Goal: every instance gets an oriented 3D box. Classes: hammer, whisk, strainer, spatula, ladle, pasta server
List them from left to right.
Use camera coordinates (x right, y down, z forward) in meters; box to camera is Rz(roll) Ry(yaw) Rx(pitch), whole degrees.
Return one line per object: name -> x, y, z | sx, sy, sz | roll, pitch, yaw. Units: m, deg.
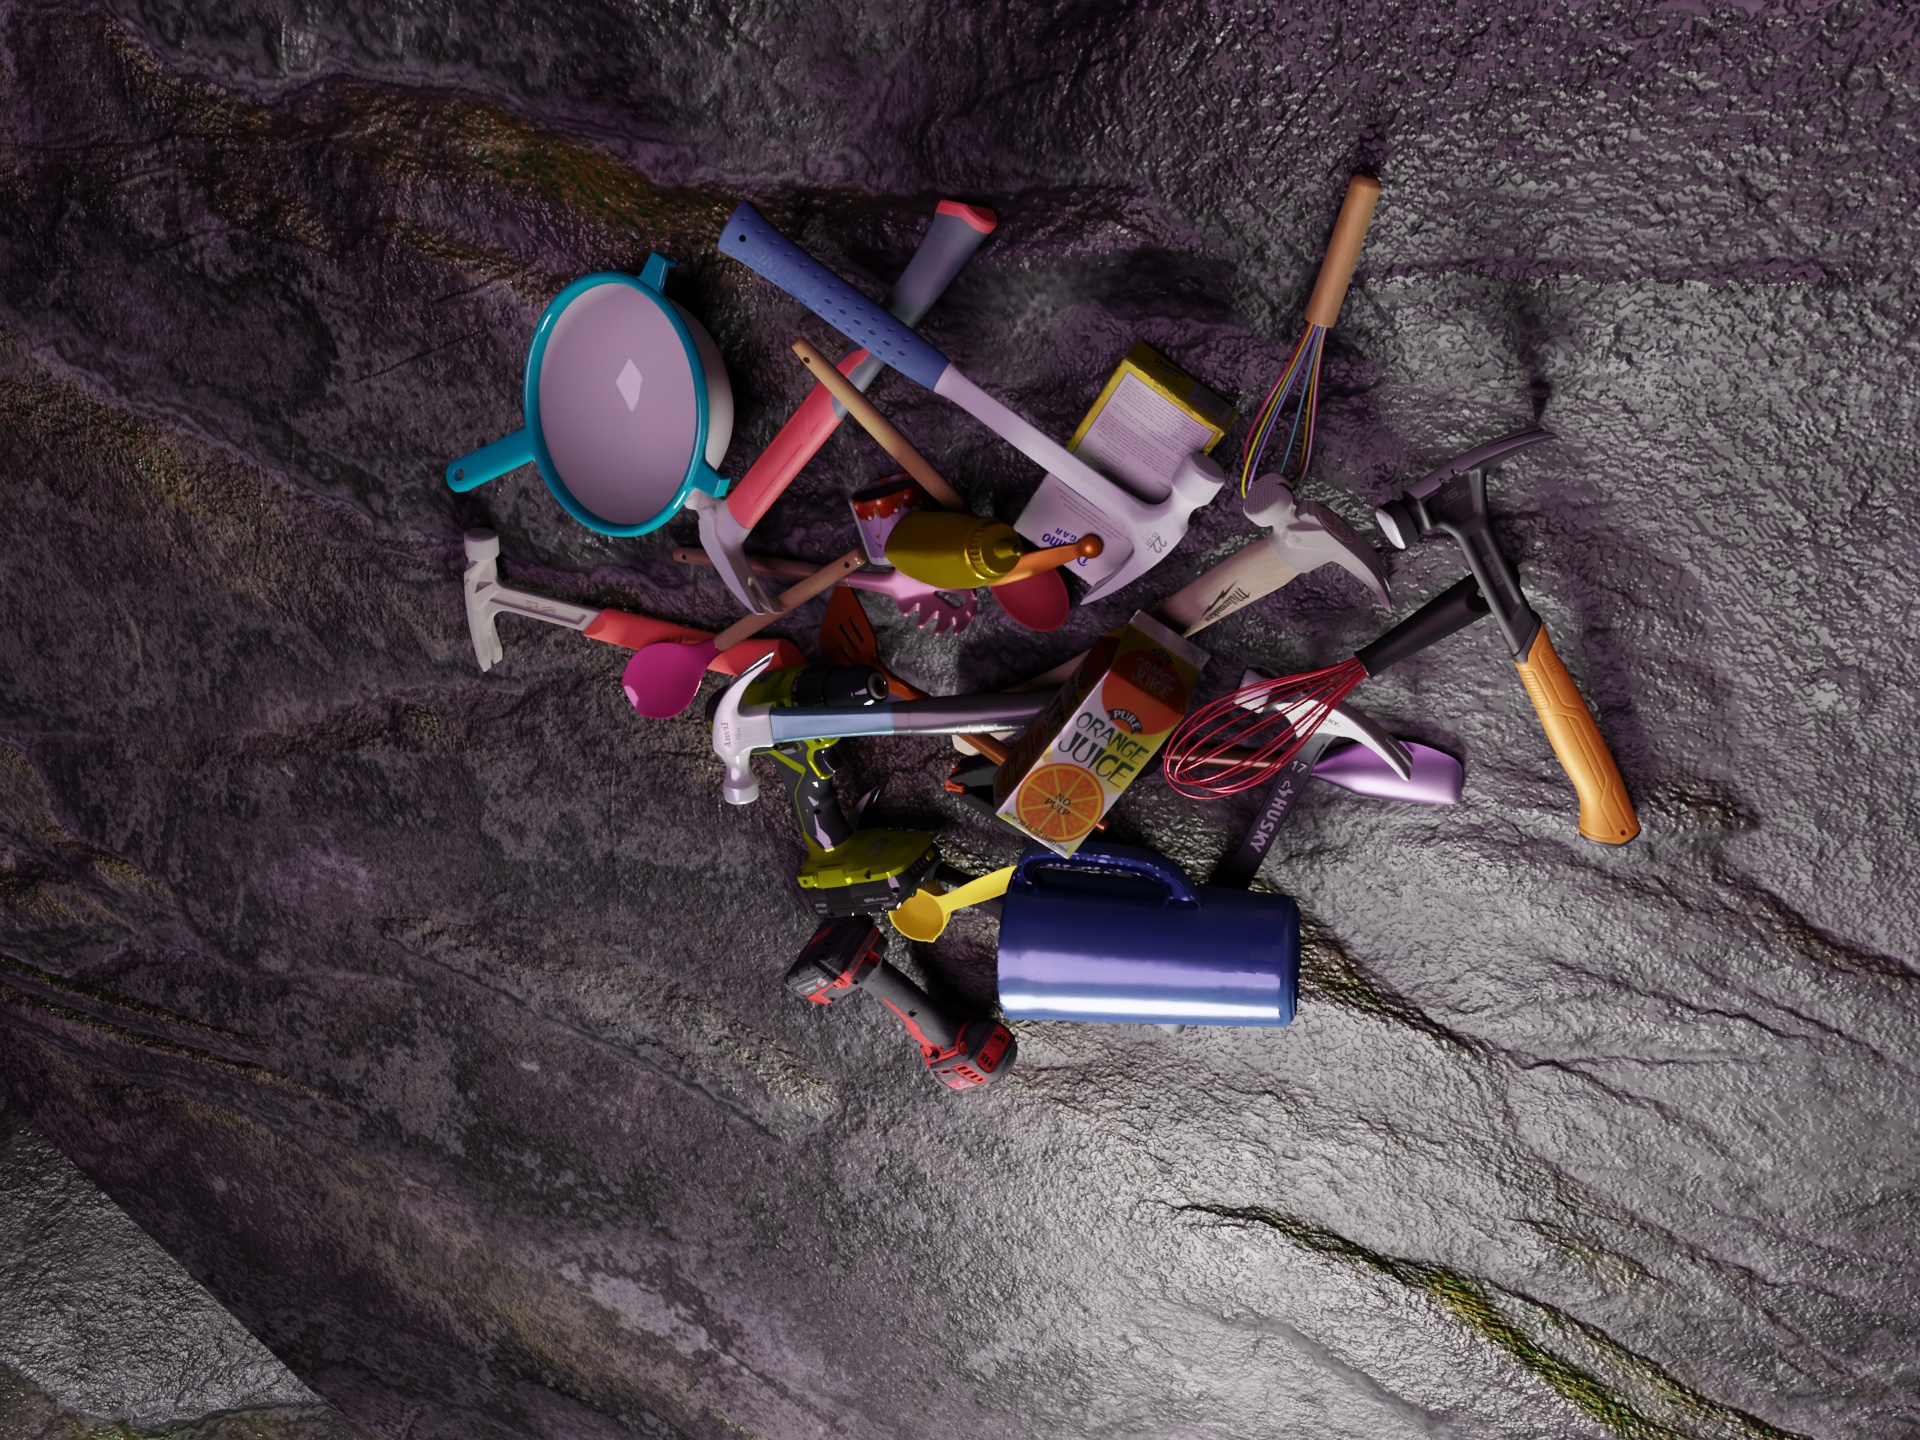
strainer -> -0.306, -0.250, 1.354 | 0.340, 0.095, 0.211 | -12, 93, 39
hammer -> -0.311, -0.077, 1.500 | 0.359, 0.037, 0.149 | 15, 125, 18
pasta server -> -0.121, -0.124, 1.368 | 0.316, 0.040, 0.060 | 10, 113, 25
hammer -> -0.091, -0.249, 1.261 | 0.386, 0.038, 0.143 | -44, 69, 35
hammer -> -0.041, -0.001, 1.302 | 0.331, 0.033, 0.128 | -3, 113, 6
ladle -> -0.020, -0.184, 1.251 | 0.069, 0.031, 0.315 | -22, 124, 41
hammer -> -0.008, -0.244, 1.180 | 0.405, 0.035, 0.144 | 36, 123, 1
spatula -> -0.002, -0.004, 1.352 | 0.323, 0.041, 0.081 | 35, 127, 17
hammer -> 0.036, 0.163, 1.458 | 0.335, 0.035, 0.146 | 21, 126, 21
hammer -> 0.145, -0.055, 1.278 | 0.146, 0.038, 0.410 | 33, 138, -27
hammer -> 0.242, 0.133, 1.349 | 0.149, 0.036, 0.408 | 23, 130, 6
spatula -> 0.248, 0.033, 1.306 | 0.316, 0.018, 0.059 | 4, 125, 23
whisk -> 0.247, -0.260, 1.119 | 0.047, 0.051, 0.244 | 11, 122, -5
whisk -> 0.280, -0.031, 1.176 | 0.296, 0.073, 0.073 | -32, 103, 11
hammer -> 0.423, -0.045, 1.146 | 0.127, 0.034, 0.336 | -31, 112, 5

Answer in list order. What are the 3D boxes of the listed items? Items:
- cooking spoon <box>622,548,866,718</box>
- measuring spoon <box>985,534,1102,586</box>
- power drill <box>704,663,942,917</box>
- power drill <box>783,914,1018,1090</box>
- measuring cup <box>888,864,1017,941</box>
cooking spoon -> -0.196, -0.078, 1.407 | 0.319, 0.017, 0.069 | -27, 96, 36
measuring spoon -> 0.059, -0.123, 1.253 | 0.117, 0.011, 0.021 | -13, 117, 33
power drill -> -0.108, 0.055, 1.406 | 0.190, 0.080, 0.228 | -11, 111, 38
power drill -> -0.058, 0.285, 1.565 | 0.219, 0.078, 0.143 | 38, 151, -7
measuring cup -> 0.004, 0.154, 1.441 | 0.156, 0.029, 0.062 | -24, 103, 28
